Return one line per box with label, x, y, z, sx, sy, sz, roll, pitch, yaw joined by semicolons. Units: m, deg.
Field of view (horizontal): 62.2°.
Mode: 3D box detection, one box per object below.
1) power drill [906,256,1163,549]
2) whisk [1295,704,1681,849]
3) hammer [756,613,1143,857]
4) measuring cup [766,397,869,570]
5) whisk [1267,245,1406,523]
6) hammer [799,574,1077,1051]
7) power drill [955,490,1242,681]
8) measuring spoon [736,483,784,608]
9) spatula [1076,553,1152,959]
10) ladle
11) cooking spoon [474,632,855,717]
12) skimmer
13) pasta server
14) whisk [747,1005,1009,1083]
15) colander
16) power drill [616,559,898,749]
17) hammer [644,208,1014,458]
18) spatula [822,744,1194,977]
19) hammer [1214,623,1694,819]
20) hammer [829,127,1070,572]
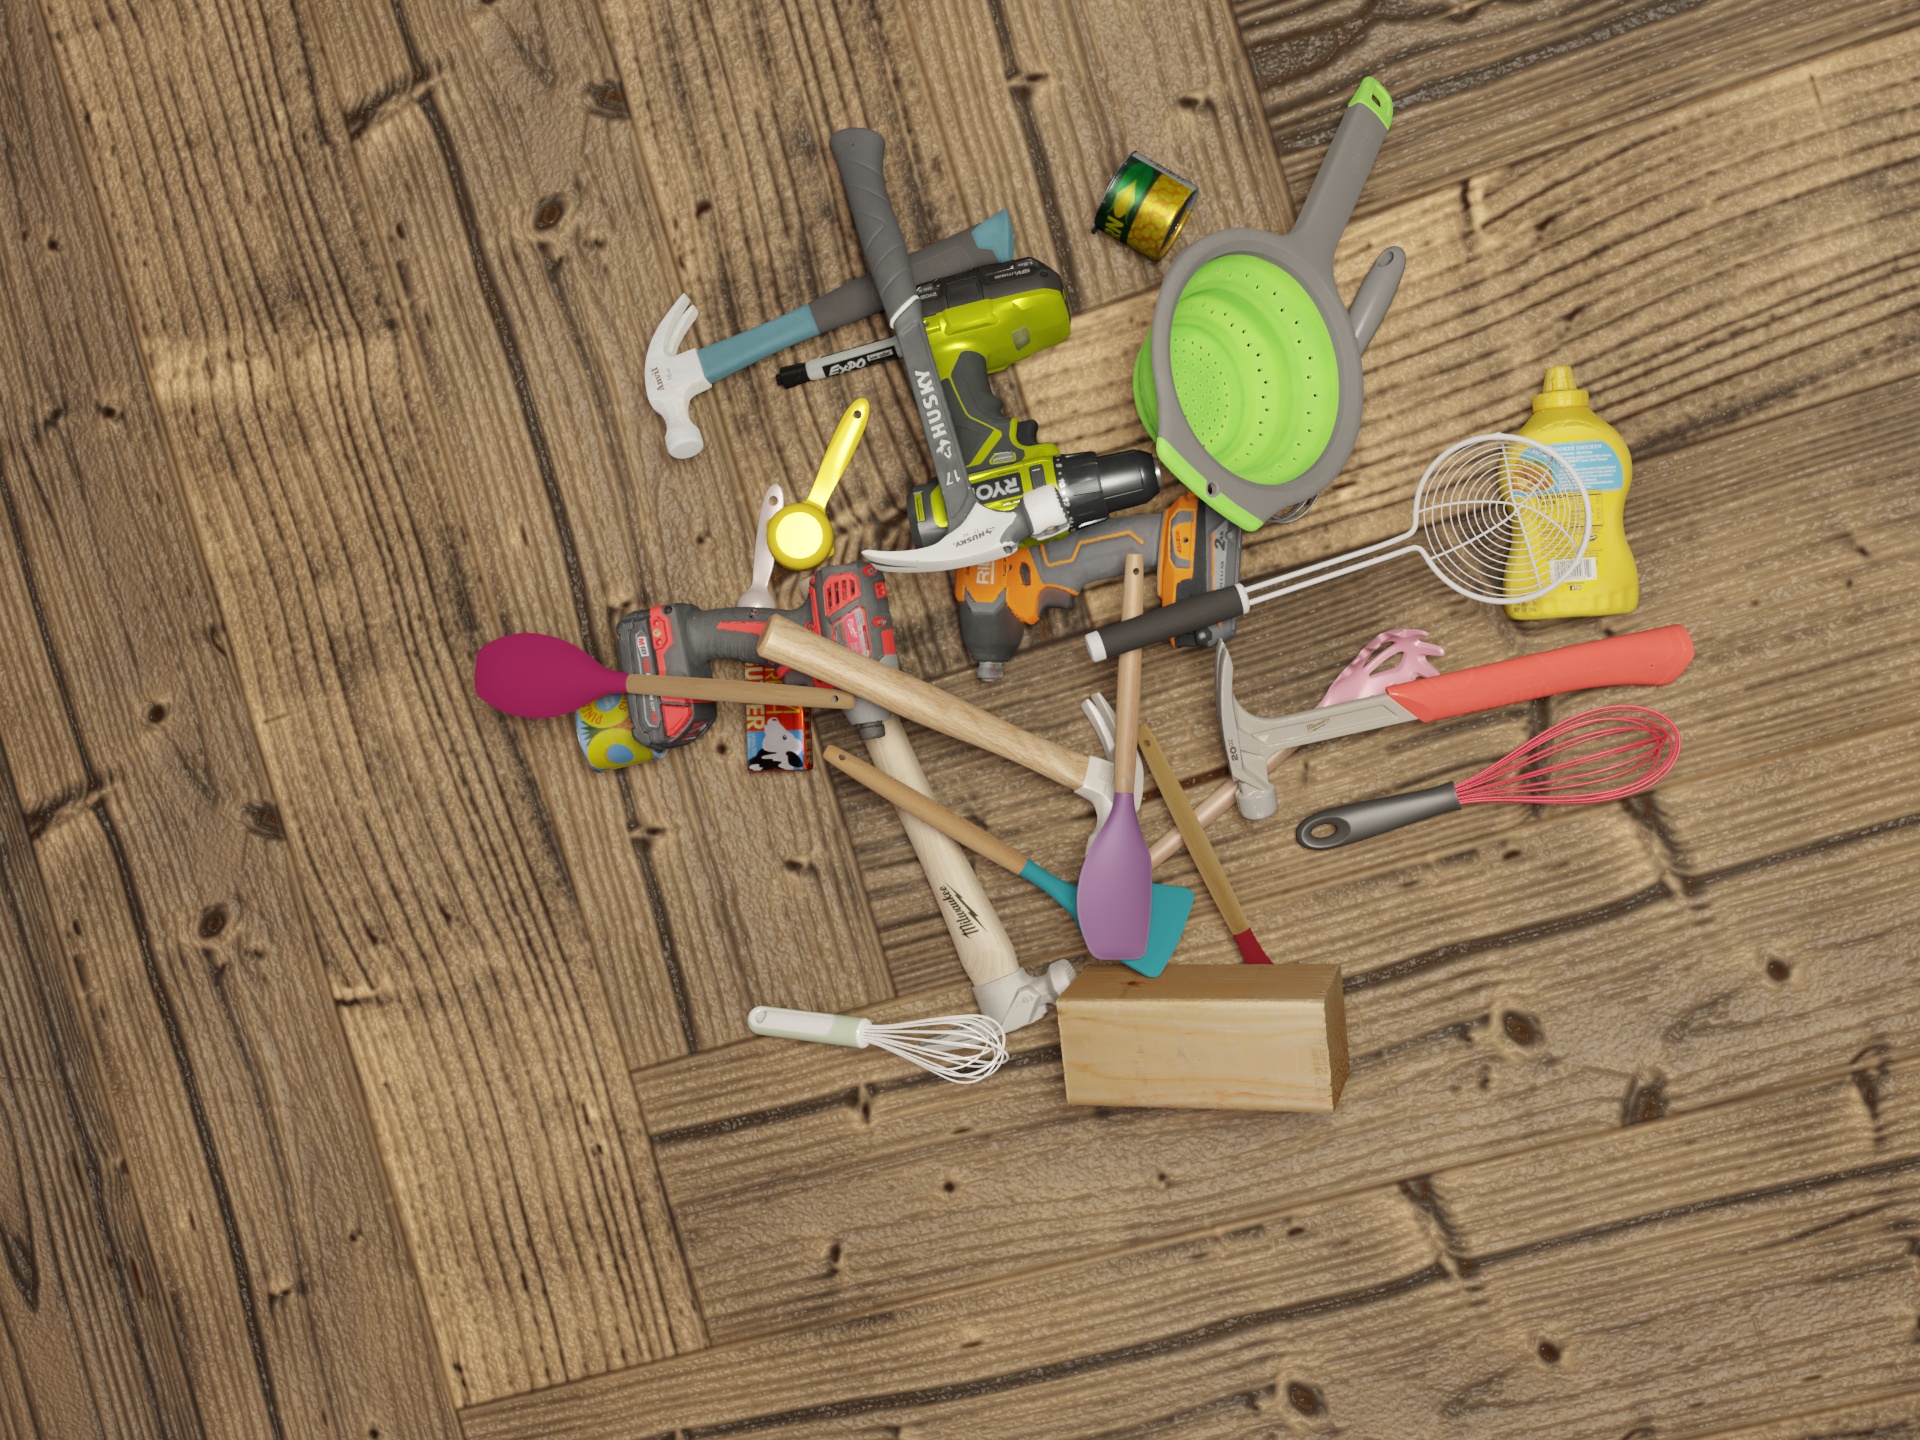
power drill;0.046;-0.239;1.232;0.190;0.080;0.229;-12;66;8
whisk;0.406;0.052;1.239;0.296;0.073;0.073;-17;89;16
hammer;-0.002;-0.004;1.240;0.331;0.031;0.130;24;62;-16
measuring cup;-0.113;-0.198;1.324;0.062;0.029;0.156;25;93;-4
whisk;0.294;-0.263;1.250;0.055;0.055;0.239;25;92;8
hammer;-0.046;0.071;1.323;0.146;0.038;0.411;-24;88;11
power drill;0.106;-0.108;1.271;0.226;0.084;0.164;4;93;13
measuring spoon;-0.167;-0.139;1.344;0.034;0.018;0.124;10;93;9
spatula;0.125;0.030;1.225;0.059;0.018;0.316;2;95;-8
ladle;0.214;0.144;1.270;0.069;0.031;0.315;-27;92;14
cooking spoon;-0.238;-0.028;1.259;0.319;0.017;0.069;4;91;10
skimmer;0.270;-0.106;1.163;0.363;0.090;0.127;-18;101;0
pasta server;0.248;0.035;1.271;0.316;0.040;0.060;-41;111;10
whisk;-0.072;0.257;1.302;0.246;0.059;0.058;1;57;28
colander;0.231;-0.325;1.216;0.204;0.094;0.397;34;70;-26
power drill;-0.157;-0.043;1.290;0.219;0.078;0.143;-9;90;13
hammer;-0.107;-0.335;1.309;0.331;0.033;0.128;-22;73;6
spatula;0.032;0.099;1.271;0.317;0.044;0.082;30;66;-2
hammer;0.376;-0.028;1.219;0.359;0.037;0.149;-13;115;2
hammer;-0.042;-0.293;1.215;0.149;0.036;0.409;-20;67;11
